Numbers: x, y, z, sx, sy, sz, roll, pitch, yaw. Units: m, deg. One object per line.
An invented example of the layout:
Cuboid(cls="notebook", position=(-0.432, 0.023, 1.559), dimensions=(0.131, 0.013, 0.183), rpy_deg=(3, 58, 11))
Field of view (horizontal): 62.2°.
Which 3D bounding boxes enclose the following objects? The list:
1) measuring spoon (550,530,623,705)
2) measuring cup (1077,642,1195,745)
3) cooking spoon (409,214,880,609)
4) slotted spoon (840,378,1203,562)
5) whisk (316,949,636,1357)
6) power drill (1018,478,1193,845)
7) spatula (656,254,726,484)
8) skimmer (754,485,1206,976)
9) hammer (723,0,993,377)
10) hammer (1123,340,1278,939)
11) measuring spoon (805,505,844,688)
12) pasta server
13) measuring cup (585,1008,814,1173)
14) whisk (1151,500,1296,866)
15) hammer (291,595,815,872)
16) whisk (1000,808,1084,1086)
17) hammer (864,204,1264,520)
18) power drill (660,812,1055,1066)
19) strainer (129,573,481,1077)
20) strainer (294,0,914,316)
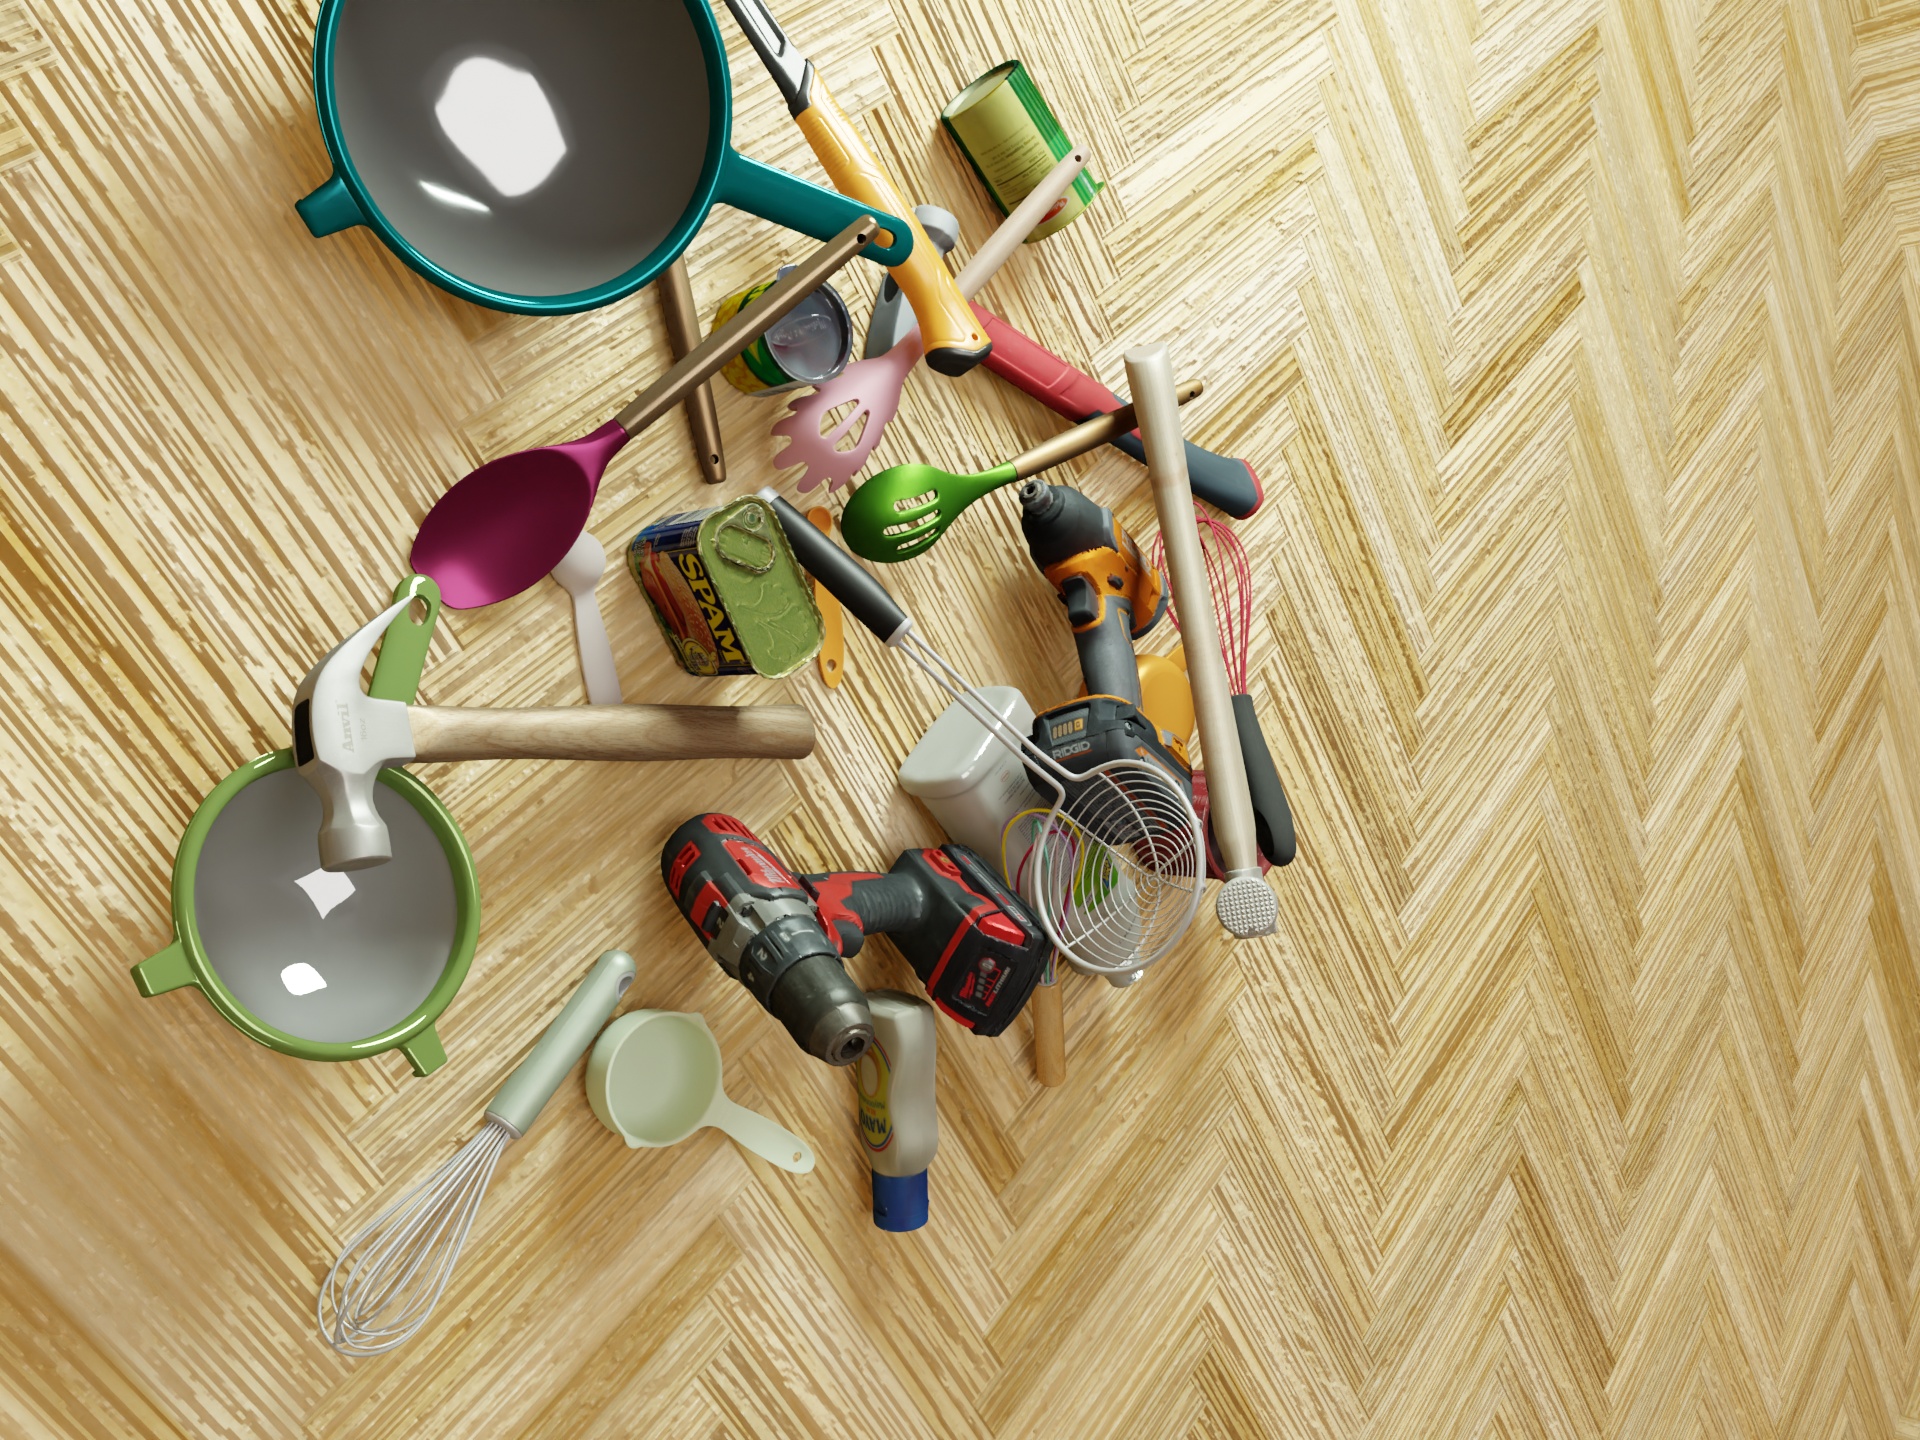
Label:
Cuboid(cls="measuring spoon", position=(-0.205, -0.047, 0.902), dimensions=(0.034, 0.018, 0.124), rpy_deg=(-18, 102, -41))
Cuboid(cls="measuring cup", position=(0.162, -0.028, 1.207), dimensions=(0.173, 0.052, 0.095), rpy_deg=(-37, 114, -34))
Cuboid(cls="cooking spoon", position=(-0.166, -0.175, 0.870), dimensions=(0.319, 0.017, 0.068), rpy_deg=(-42, 120, -9))
Cuboid(cls="slotted spoon", position=(0.054, -0.181, 1.088), dimensions=(0.314, 0.031, 0.070), rpy_deg=(-28, 133, -29))
Cuboid(cls="whisk", position=(-0.249, 0.222, 0.846), dimensions=(0.246, 0.059, 0.057), rpy_deg=(-57, 160, -31))
Cuboid(cls="power drill", position=(0.088, -0.048, 1.071), dimensions=(0.164, 0.084, 0.227), rpy_deg=(41, 39, -47))
Cuboid(cls="spatula", position=(-0.174, -0.293, 0.916), dimensions=(0.082, 0.044, 0.317), rpy_deg=(-15, 102, -17))
Cuboid(cls="skimmer", position=(-0.002, -0.003, 0.947), dimensions=(0.363, 0.127, 0.090), rpy_deg=(43, 27, 0))
Cuboid(cls="hammer", position=(-0.077, -0.361, 0.960), dimensions=(0.127, 0.034, 0.336), rpy_deg=(-39, 101, -35))
Cuboid(cls="hammer", position=(0.162, -0.057, 1.081), dimensions=(0.146, 0.038, 0.411), rpy_deg=(36, 44, -76))
Cuboid(cls="measuring spoon", position=(-0.088, -0.078, 1.015), dimensions=(0.021, 0.011, 0.117), rpy_deg=(-11, 101, -41))
Cuboid(cls="pasta server", position=(-0.009, -0.267, 1.021), dimensions=(0.060, 0.040, 0.316), rpy_deg=(45, 67, -18))
Cuboid(cls="measuring cup", position=(-0.151, 0.227, 0.936), dimensions=(0.167, 0.038, 0.083), rpy_deg=(42, 63, -35))
Cuboid(cls="whisk", position=(0.198, -0.032, 1.167), dimensions=(0.073, 0.073, 0.296), rpy_deg=(10, 59, -41))
Cuboid(cls="hammer", position=(-0.201, 0.004, 0.860), dimensions=(0.331, 0.031, 0.130), rpy_deg=(0, 73, -52))
Cuboid(cls="whisk", position=(0.060, 0.158, 1.072), dimensions=(0.047, 0.051, 0.244), rpy_deg=(-16, 126, -17))
Cuboid(cls="hammer", position=(0.090, -0.216, 1.155), dimensions=(0.386, 0.038, 0.143), rpy_deg=(22, 76, -39))
Cuboid(cls="power drill", position=(-0.049, 0.134, 0.935), dimensions=(0.226, 0.188, 0.080), rpy_deg=(13, 112, -43))
Cuboid(cls="strainer", position=(-0.310, 0.045, 0.789), dimensions=(0.151, 0.069, 0.257), rpy_deg=(30, 52, -39))
Cuboid(cls="strainer", position=(-0.182, -0.313, 0.861), dimensions=(0.340, 0.095, 0.211), rpy_deg=(10, 103, -38))
